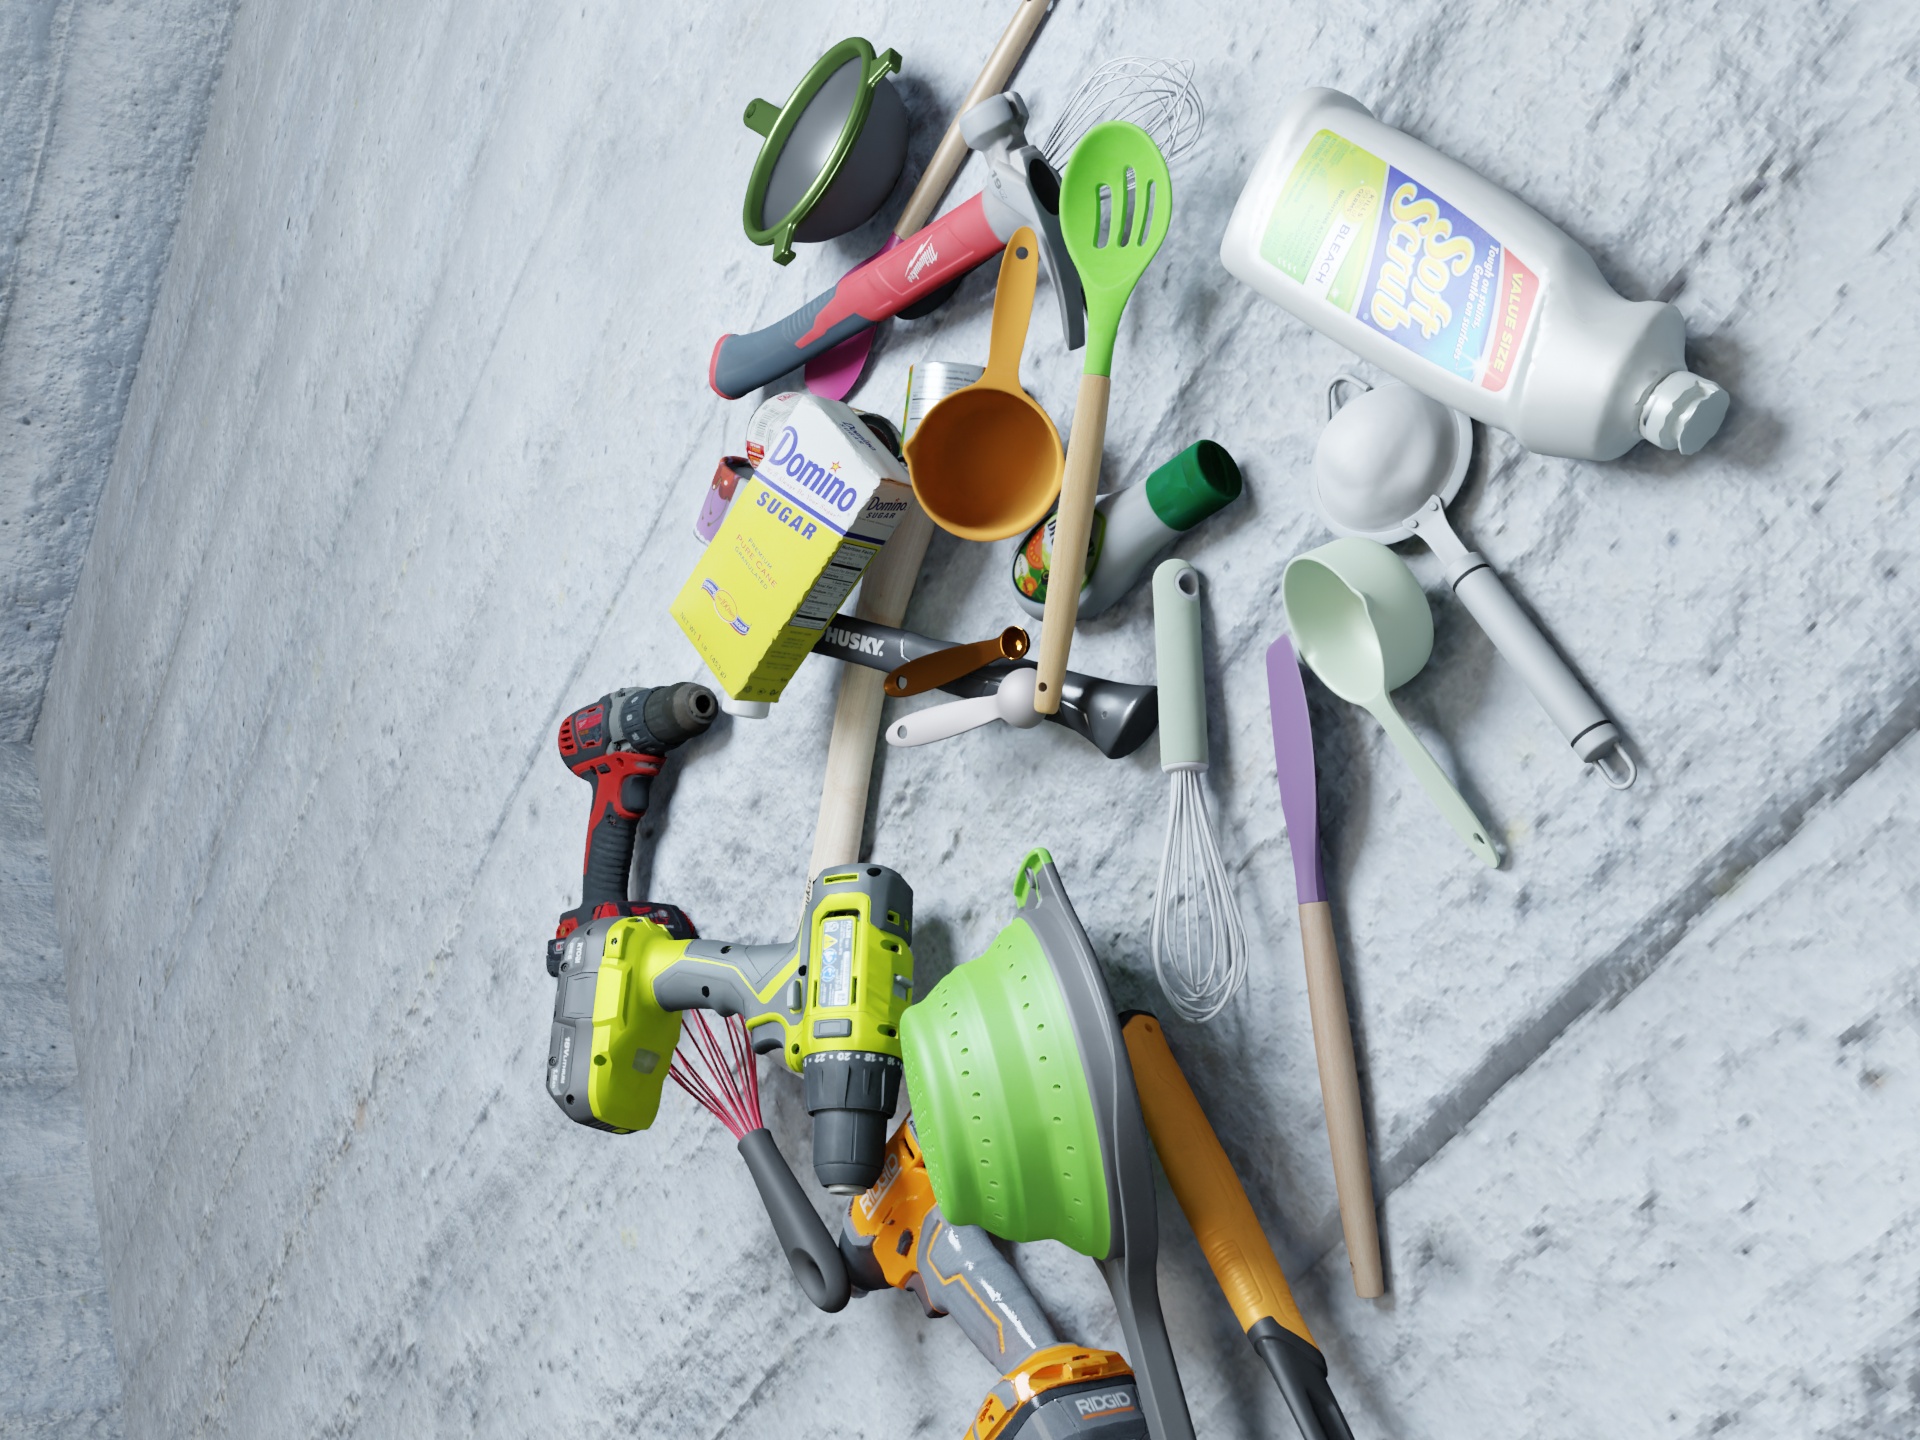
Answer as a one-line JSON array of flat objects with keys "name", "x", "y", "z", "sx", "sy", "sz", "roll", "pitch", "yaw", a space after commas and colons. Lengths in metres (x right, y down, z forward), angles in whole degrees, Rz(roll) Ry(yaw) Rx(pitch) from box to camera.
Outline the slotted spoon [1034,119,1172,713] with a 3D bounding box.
[{"name": "slotted spoon", "x": 0.068, "y": -0.159, "z": 0.856, "sx": 0.070, "sy": 0.031, "sz": 0.314, "roll": 11, "pitch": 95, "yaw": 36}]

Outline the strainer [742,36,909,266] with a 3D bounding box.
[{"name": "strainer", "x": -0.098, "y": -0.400, "z": 1.122, "sx": 0.151, "sy": 0.069, "sz": 0.257, "roll": -58, "pitch": 31, "yaw": 13}]

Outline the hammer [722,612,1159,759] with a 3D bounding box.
[{"name": "hammer", "x": -0.019, "y": -0.042, "z": 0.966, "sx": 0.335, "sy": 0.035, "sz": 0.146, "roll": 16, "pitch": 97, "yaw": 40}]

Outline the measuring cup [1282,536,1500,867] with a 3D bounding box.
[{"name": "measuring cup", "x": 0.210, "y": -0.011, "z": 0.732, "sx": 0.168, "sy": 0.038, "sz": 0.083, "roll": 59, "pitch": 165, "yaw": 12}]

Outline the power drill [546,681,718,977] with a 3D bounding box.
[{"name": "power drill", "x": -0.249, "y": 0.082, "z": 1.232, "sx": 0.188, "sy": 0.080, "sz": 0.227, "roll": -15, "pitch": 72, "yaw": 47}]

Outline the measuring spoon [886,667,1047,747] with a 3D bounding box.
[{"name": "measuring spoon", "x": -0.001, "y": -0.003, "z": 0.914, "sx": 0.124, "sy": 0.018, "sz": 0.034, "roll": -16, "pitch": 77, "yaw": 39}]

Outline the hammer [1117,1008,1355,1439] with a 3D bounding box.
[{"name": "hammer", "x": 0.148, "y": 0.273, "z": 0.744, "sx": 0.034, "sy": 0.127, "sz": 0.337, "roll": -59, "pitch": 37, "yaw": 29}]

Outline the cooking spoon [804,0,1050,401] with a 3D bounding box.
[{"name": "cooking spoon", "x": -0.025, "y": -0.343, "z": 1.056, "sx": 0.318, "sy": 0.017, "sz": 0.069, "roll": -54, "pitch": 52, "yaw": 31}]

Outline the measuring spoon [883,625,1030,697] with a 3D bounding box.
[{"name": "measuring spoon", "x": -0.002, "y": -0.033, "z": 0.924, "sx": 0.117, "sy": 0.011, "sz": 0.021, "roll": -18, "pitch": 80, "yaw": 42}]

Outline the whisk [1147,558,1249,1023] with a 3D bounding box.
[{"name": "whisk", "x": 0.117, "y": 0.033, "z": 0.830, "sx": 0.059, "sy": 0.057, "sz": 0.246, "roll": -21, "pitch": 65, "yaw": 54}]

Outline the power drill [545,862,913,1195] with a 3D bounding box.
[{"name": "power drill", "x": -0.136, "y": 0.194, "z": 0.978, "sx": 0.228, "sy": 0.080, "sz": 0.191, "roll": -8, "pitch": 64, "yaw": 22}]

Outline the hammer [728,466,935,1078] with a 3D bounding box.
[{"name": "hammer", "x": -0.081, "y": 0.033, "z": 1.068, "sx": 0.146, "sy": 0.038, "sz": 0.410, "roll": 18, "pitch": 100, "yaw": 50}]

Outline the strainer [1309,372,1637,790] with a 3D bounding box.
[{"name": "strainer", "x": 0.225, "y": -0.074, "z": 0.720, "sx": 0.087, "sy": 0.050, "sz": 0.259, "roll": -44, "pitch": 58, "yaw": 28}]

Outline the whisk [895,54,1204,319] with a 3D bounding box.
[{"name": "whisk", "x": 0.040, "y": -0.308, "z": 0.953, "sx": 0.284, "sy": 0.070, "sz": 0.070, "roll": -22, "pitch": 70, "yaw": 52}]

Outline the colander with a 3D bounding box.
[{"name": "colander", "x": 0.044, "y": 0.267, "z": 0.784, "sx": 0.204, "sy": 0.094, "sz": 0.397, "roll": 103, "pitch": 153, "yaw": -70}]

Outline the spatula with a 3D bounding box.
[{"name": "spatula", "x": 0.174, "y": 0.113, "z": 0.766, "sx": 0.059, "sy": 0.018, "sz": 0.316, "roll": 115, "pitch": 150, "yaw": -79}]

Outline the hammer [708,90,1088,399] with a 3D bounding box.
[{"name": "hammer", "x": -0.057, "y": -0.259, "z": 1.034, "sx": 0.386, "sy": 0.038, "sz": 0.143, "roll": -10, "pitch": 106, "yaw": 55}]

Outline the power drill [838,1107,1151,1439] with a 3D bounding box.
[{"name": "power drill", "x": 0.002, "y": 0.344, "z": 0.907, "sx": 0.164, "sy": 0.084, "sz": 0.227, "roll": -60, "pitch": 42, "yaw": 27}]

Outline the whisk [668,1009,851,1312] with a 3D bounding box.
[{"name": "whisk", "x": -0.142, "y": 0.257, "z": 1.033, "sx": 0.296, "sy": 0.073, "sz": 0.073, "roll": 52, "pitch": 124, "yaw": 39}]

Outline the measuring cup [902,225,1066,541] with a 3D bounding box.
[{"name": "measuring cup", "x": 0.023, "y": -0.190, "z": 0.906, "sx": 0.052, "sy": 0.095, "sz": 0.173, "roll": -77, "pitch": -3, "yaw": -78}]
